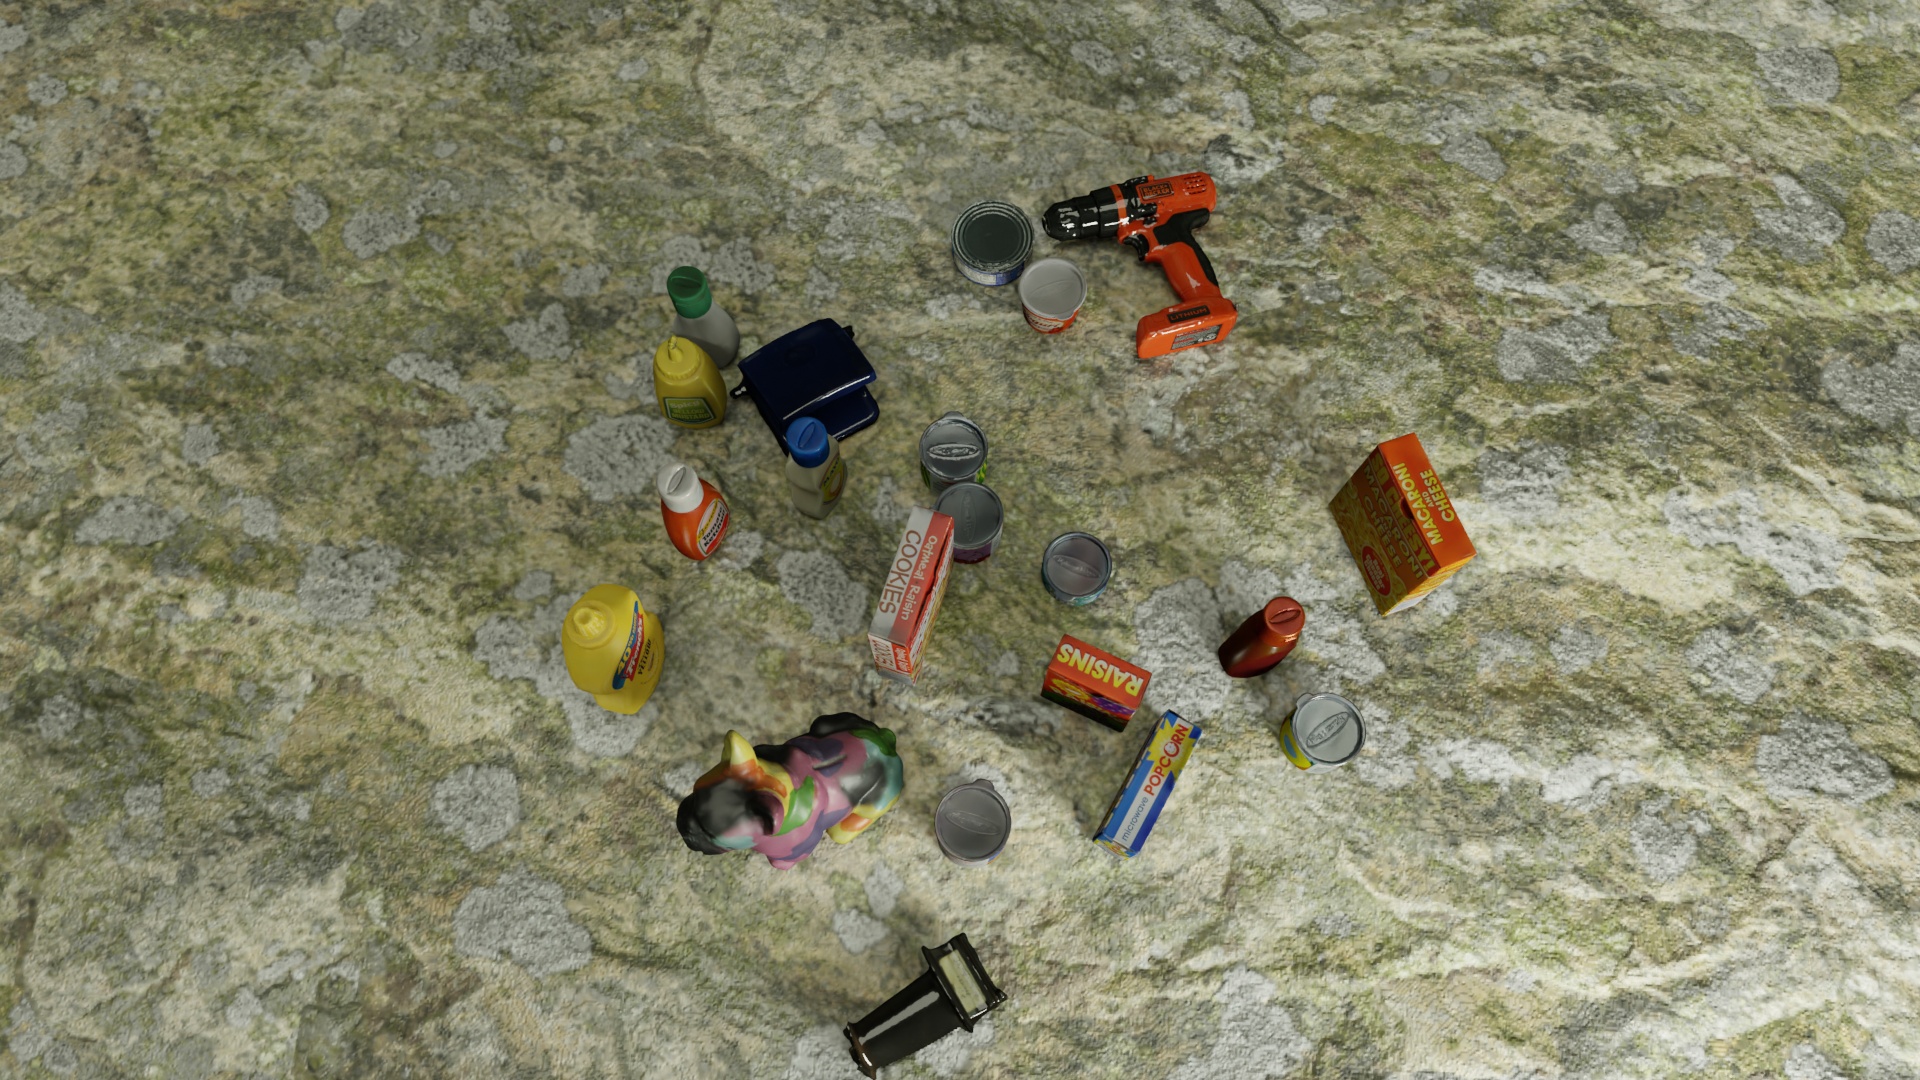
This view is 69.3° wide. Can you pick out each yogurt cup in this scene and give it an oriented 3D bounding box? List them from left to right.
[{"bbox_3d":[0.091,-0.244,1.402,0.072,0.053,0.072,0,72,0],"label":"yogurt cup"}]

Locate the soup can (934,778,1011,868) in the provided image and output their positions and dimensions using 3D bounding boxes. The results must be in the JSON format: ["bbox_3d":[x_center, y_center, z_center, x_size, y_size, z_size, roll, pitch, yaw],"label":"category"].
[{"bbox_3d":[0.012,0.251,1.226,0.071,0.083,0.071,0,72,0],"label":"soup can"}]

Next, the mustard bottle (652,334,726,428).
[{"bbox_3d":[-0.261,-0.154,1.315,0.065,0.159,0.049,-1,73,0],"label":"mustard bottle"}]

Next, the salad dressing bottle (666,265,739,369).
[{"bbox_3d":[-0.251,-0.214,1.341,0.064,0.147,0.044,15,73,4],"label":"salad dressing bottle"}]

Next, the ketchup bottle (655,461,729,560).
[{"bbox_3d":[-0.250,-0.031,1.281,0.043,0.148,0.065,24,74,7],"label":"ketchup bottle"}]

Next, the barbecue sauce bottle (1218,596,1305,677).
[{"bbox_3d":[0.275,0.087,1.247,0.065,0.148,0.044,-17,74,-6],"label":"barbecue sauce bottle"}]

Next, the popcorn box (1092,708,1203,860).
[{"bbox_3d":[0.165,0.219,1.236,0.038,0.085,0.127,29,74,8],"label":"popcorn box"}]

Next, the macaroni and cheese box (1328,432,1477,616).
[{"bbox_3d":[0.399,-0.011,1.269,0.040,0.166,0.124,-20,74,-6],"label":"macaroni and cheese box"}]

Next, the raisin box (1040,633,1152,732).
[{"bbox_3d":[0.119,0.130,1.245,0.086,0.123,0.040,25,74,7],"label":"raisin box"}]

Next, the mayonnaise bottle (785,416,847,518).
[{"bbox_3d":[-0.136,-0.071,1.295,0.041,0.147,0.065,25,74,7],"label":"mayonnaise bottle"}]

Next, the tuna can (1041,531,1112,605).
[{"bbox_3d":[0.109,0.030,1.325,0.071,0.032,0.071,0,72,0],"label":"tuna can"}]

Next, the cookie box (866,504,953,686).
[{"bbox_3d":[-0.041,0.053,1.246,0.040,0.167,0.123,17,73,5],"label":"cookie box"}]

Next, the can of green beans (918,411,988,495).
[{"bbox_3d":[-0.007,-0.080,1.346,0.071,0.057,0.071,0,72,0],"label":"can of green beans"}]

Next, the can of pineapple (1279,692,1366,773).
[{"bbox_3d":[0.329,0.175,1.266,0.071,0.057,0.071,0,72,0],"label":"can of pineapple"}]

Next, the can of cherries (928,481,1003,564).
[{"bbox_3d":[0.005,-0.017,1.326,0.071,0.058,0.071,0,72,0],"label":"can of cherries"}]
